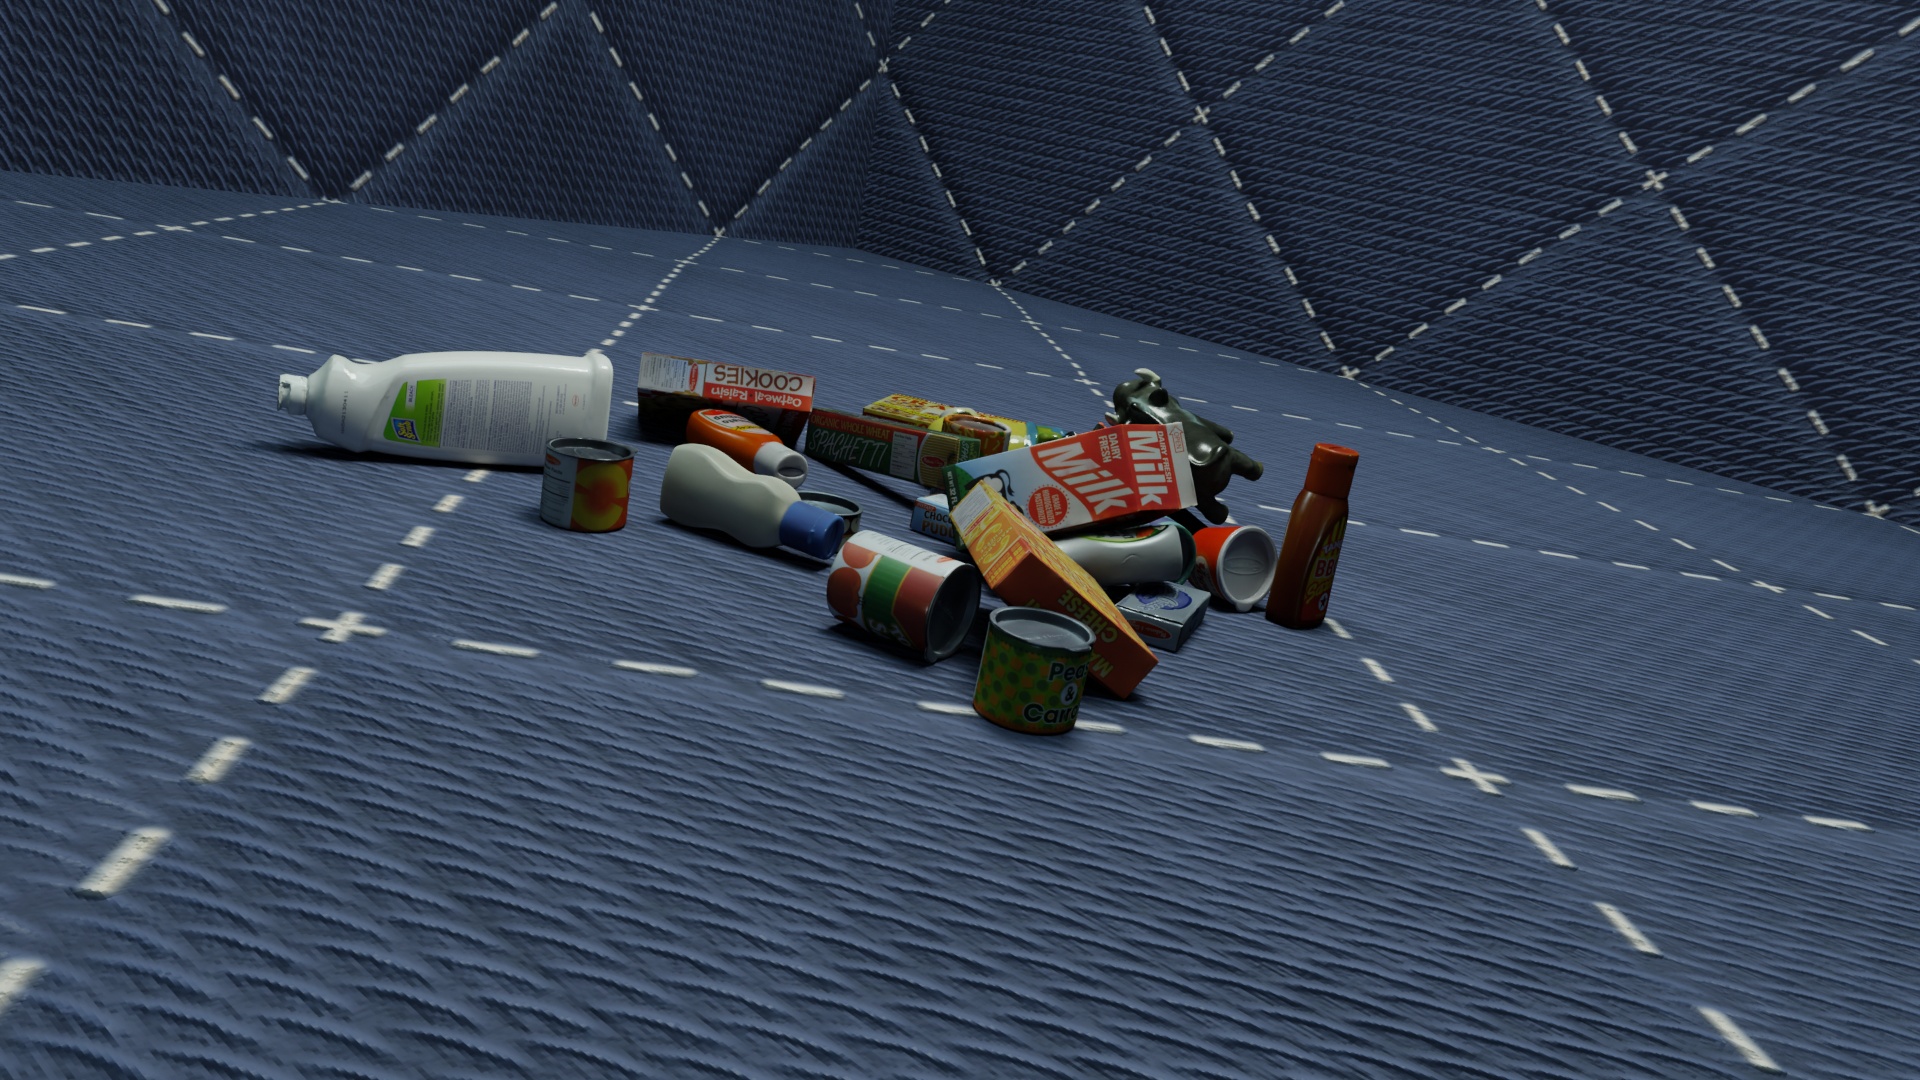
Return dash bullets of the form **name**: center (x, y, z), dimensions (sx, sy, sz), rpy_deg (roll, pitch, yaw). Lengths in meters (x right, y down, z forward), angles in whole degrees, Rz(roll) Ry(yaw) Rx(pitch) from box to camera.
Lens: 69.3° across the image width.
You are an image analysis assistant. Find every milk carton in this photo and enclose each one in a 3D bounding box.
- **milk carton**: center (0.090, -0.041, 1.113), dimensions (0.190, 0.072, 0.073), rpy_deg (-12, -10, 14)

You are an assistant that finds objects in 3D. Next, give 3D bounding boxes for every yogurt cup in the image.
- **yogurt cup**: center (0.226, 0.019, 1.173), dimensions (0.072, 0.072, 0.054), rpy_deg (1, 6, -33)

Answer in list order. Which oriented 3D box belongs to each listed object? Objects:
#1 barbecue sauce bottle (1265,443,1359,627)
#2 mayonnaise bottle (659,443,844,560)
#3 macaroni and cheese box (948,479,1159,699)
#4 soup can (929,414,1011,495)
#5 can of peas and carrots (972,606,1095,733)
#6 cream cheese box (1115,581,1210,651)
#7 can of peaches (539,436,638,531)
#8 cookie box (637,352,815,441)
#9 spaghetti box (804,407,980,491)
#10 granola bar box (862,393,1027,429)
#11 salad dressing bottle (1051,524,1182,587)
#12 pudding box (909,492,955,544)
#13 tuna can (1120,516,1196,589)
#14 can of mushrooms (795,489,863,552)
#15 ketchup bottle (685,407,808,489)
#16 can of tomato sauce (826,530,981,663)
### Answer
- **barbecue sauce bottle**: center (0.292, -0.005, 1.145), dimensions (0.044, 0.148, 0.065), rpy_deg (21, 18, 36)
- **mayonnaise bottle**: center (-0.162, -0.026, 1.081), dimensions (0.148, 0.064, 0.041), rpy_deg (21, 14, 19)
- **macaroni and cheese box**: center (0.060, 0.031, 0.964), dimensions (0.123, 0.040, 0.167), rpy_deg (40, 7, -19)
- **soup can**: center (0.006, -0.071, 1.305), dimensions (0.071, 0.083, 0.071), rpy_deg (10, 16, -3)
- **can of peas and carrots**: center (0.046, 0.080, 0.849), dimensions (0.071, 0.058, 0.071), rpy_deg (10, 16, -3)
- **cream cheese box**: center (0.156, 0.055, 1.073), dimensions (0.053, 0.024, 0.104), rpy_deg (17, 17, 18)
- **can of peaches**: center (-0.283, -0.043, 1.062), dimensions (0.071, 0.058, 0.071), rpy_deg (10, 15, -3)
- **cookie box**: center (-0.235, -0.143, 1.386), dimensions (0.168, 0.040, 0.122), rpy_deg (7, -11, -12)
- **spaghetti box**: center (-0.070, -0.089, 1.322), dimensions (0.029, 0.050, 0.250), rpy_deg (1, 10, -39)
- **granola bar box**: center (-0.016, -0.122, 1.552), dimensions (0.166, 0.039, 0.124), rpy_deg (14, 16, 11)
- **salad dressing bottle**: center (0.097, 0.015, 1.086), dimensions (0.148, 0.044, 0.064), rpy_deg (-5, 8, -3)
- **pudding box**: center (0.004, -0.015, 1.207), dimensions (0.084, 0.030, 0.050), rpy_deg (19, 16, 27)
- **tuna can**: center (0.162, 0.012, 1.152), dimensions (0.071, 0.071, 0.033), rpy_deg (3, 18, -27)
- **can of mushrooms**: center (-0.116, -0.016, 1.124), dimensions (0.071, 0.033, 0.071), rpy_deg (11, 16, -3)
- **ketchup bottle**: center (-0.195, -0.084, 1.292), dimensions (0.065, 0.043, 0.149), rpy_deg (1, 19, -40)
- **can of tomato sauce**: center (-0.039, 0.037, 0.933), dimensions (0.083, 0.071, 0.071), rpy_deg (19, 17, 28)
